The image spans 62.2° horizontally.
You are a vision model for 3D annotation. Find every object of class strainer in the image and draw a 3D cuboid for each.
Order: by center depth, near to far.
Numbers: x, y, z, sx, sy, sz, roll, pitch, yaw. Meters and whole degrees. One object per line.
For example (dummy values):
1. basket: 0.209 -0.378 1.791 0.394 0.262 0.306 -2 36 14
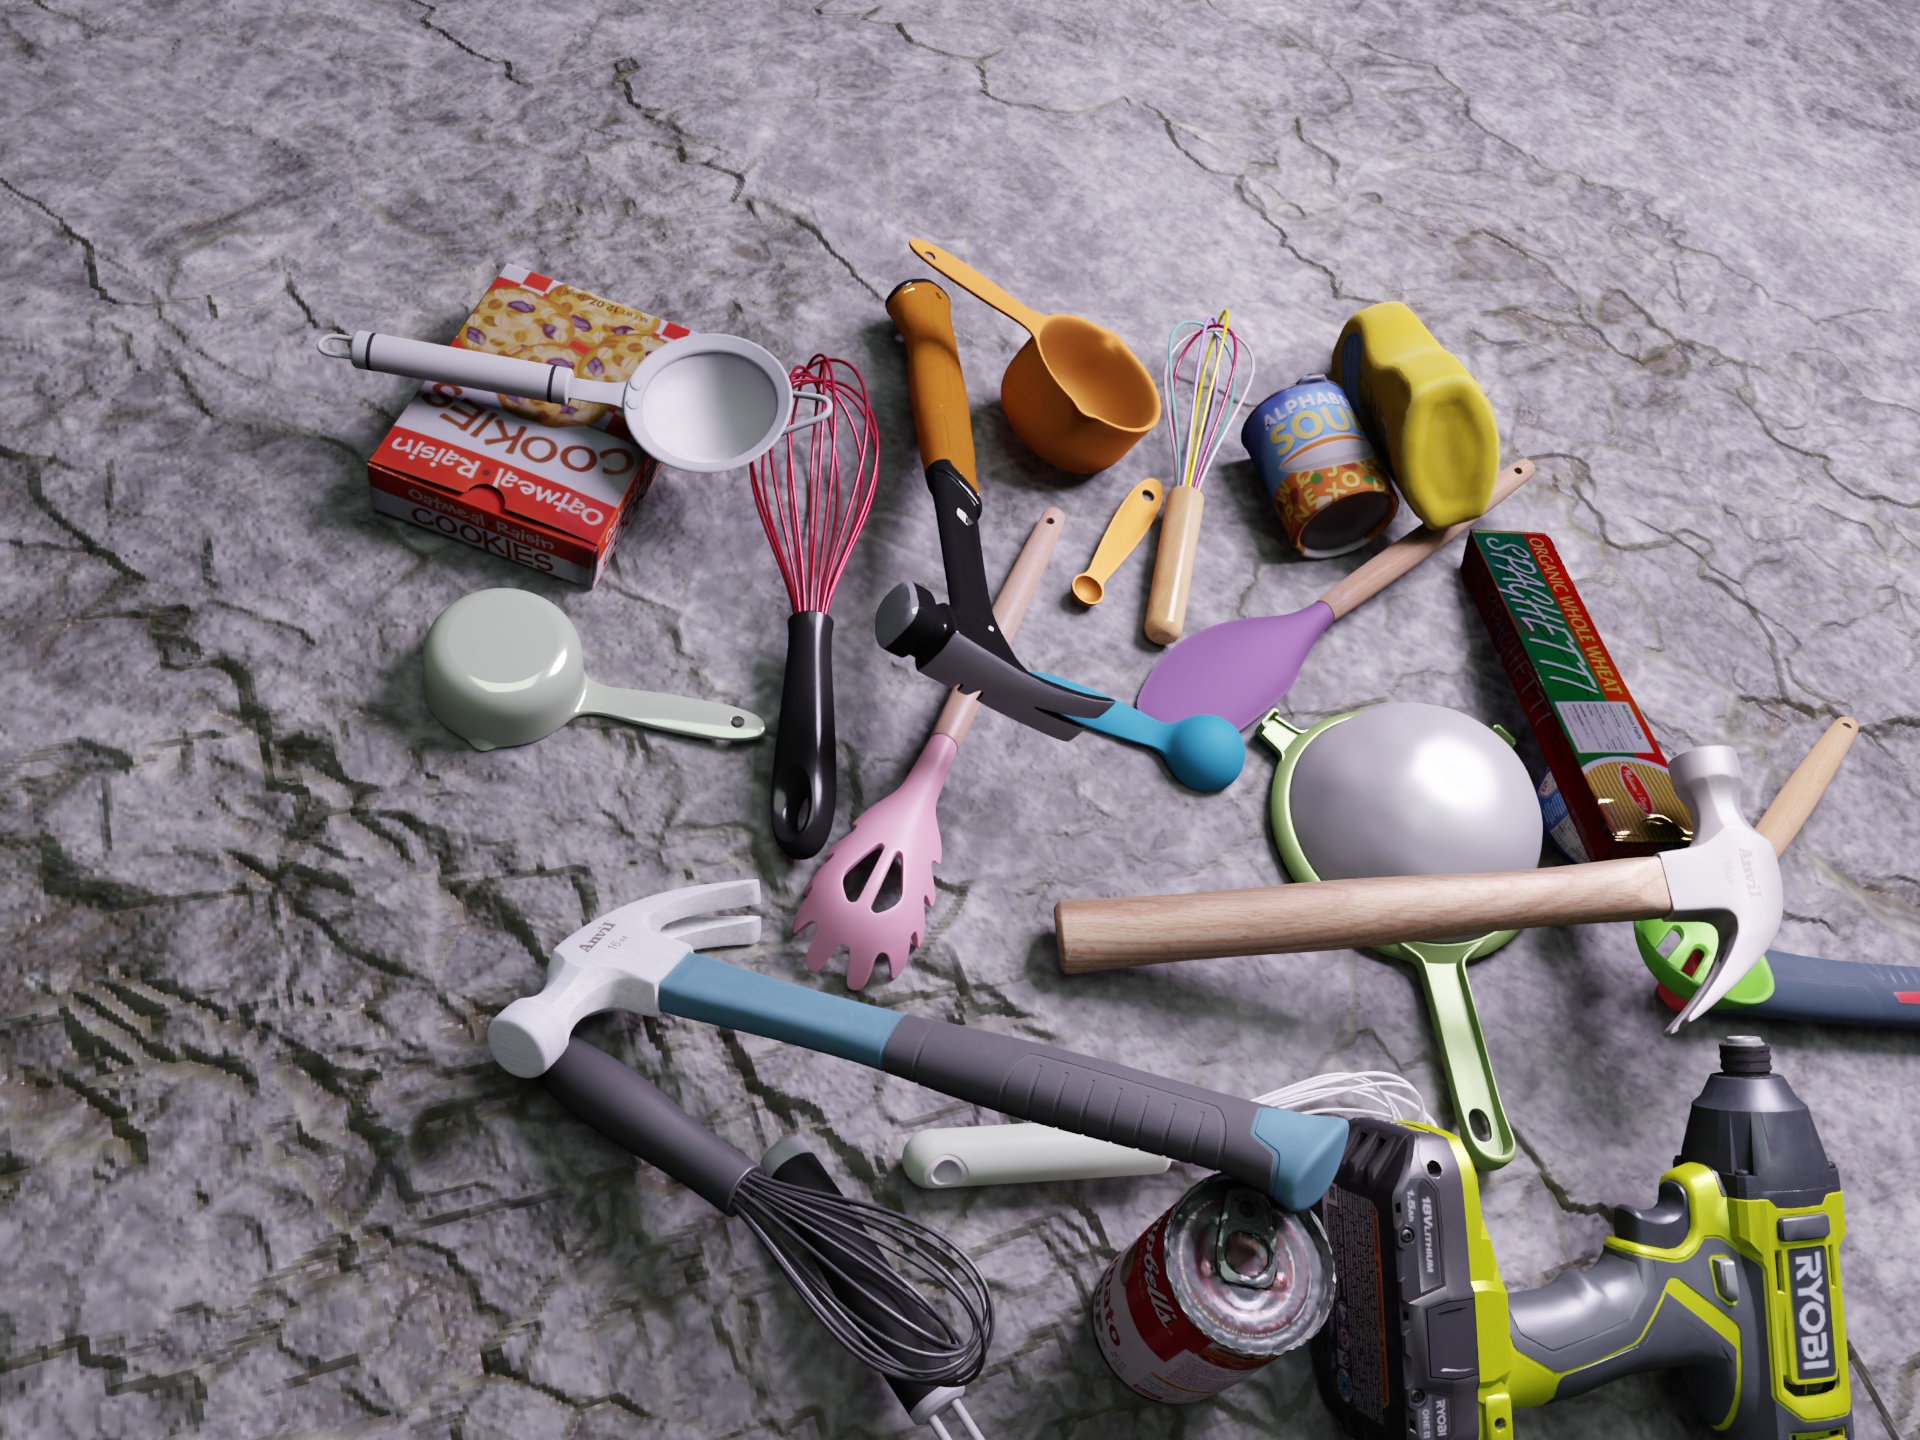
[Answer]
1. strainer: 0.244 0.087 0.786 0.151 0.069 0.257 4 55 -12
2. strainer: -0.195 -0.169 0.811 0.258 0.050 0.087 9 64 -6

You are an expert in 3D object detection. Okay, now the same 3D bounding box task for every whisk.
1. whisk: -0.086 0.182 0.625 0.239 0.055 0.055 26 53 25
2. whisk: 0.096 0.186 0.703 0.246 0.057 0.059 -1 23 -11
3. whisk: -0.077 -0.067 0.815 0.073 0.073 0.296 5 62 -11
4. whisk: 0.134 -0.150 0.929 0.051 0.047 0.245 31 55 -26

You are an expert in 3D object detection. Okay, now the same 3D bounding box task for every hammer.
1. hammer: -0.014 0.134 0.639 0.331 0.033 0.128 12 29 17
2. hammer: 0.210 0.090 0.741 0.331 0.031 0.130 -6 65 3
3. hammer: 0.551 0.164 0.835 0.386 0.038 0.143 5 58 -11
4. hammer: 0.001 -0.133 0.855 0.127 0.034 0.337 27 36 -31

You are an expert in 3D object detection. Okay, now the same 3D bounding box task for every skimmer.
1. skimmer: 0.023 0.320 0.601 0.127 0.090 0.364 -25 56 -24

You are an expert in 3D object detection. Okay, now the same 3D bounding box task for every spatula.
1. spatula: 0.223 -0.076 0.906 0.316 0.018 0.060 -33 72 -23

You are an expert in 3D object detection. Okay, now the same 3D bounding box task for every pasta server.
1. pasta server: -0.001 -0.003 0.812 0.060 0.040 0.316 24 51 2

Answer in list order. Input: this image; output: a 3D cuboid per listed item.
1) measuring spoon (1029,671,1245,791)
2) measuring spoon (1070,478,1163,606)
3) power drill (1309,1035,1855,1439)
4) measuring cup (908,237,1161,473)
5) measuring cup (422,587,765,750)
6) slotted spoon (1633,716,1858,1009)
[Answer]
1. measuring spoon: 0.089 -0.001 0.830 0.128 0.021 0.042 21 71 2
2. measuring spoon: 0.090 -0.102 0.911 0.021 0.011 0.117 36 52 -3
3. power drill: 0.266 0.225 0.670 0.223 0.080 0.171 0 84 -14
4. measuring cup: 0.032 -0.208 0.914 0.173 0.052 0.095 33 42 -10
5. measuring cup: -0.175 -0.020 0.767 0.167 0.038 0.083 11 55 -4
6. slotted spoon: 0.431 0.067 0.847 0.070 0.031 0.314 35 44 24
